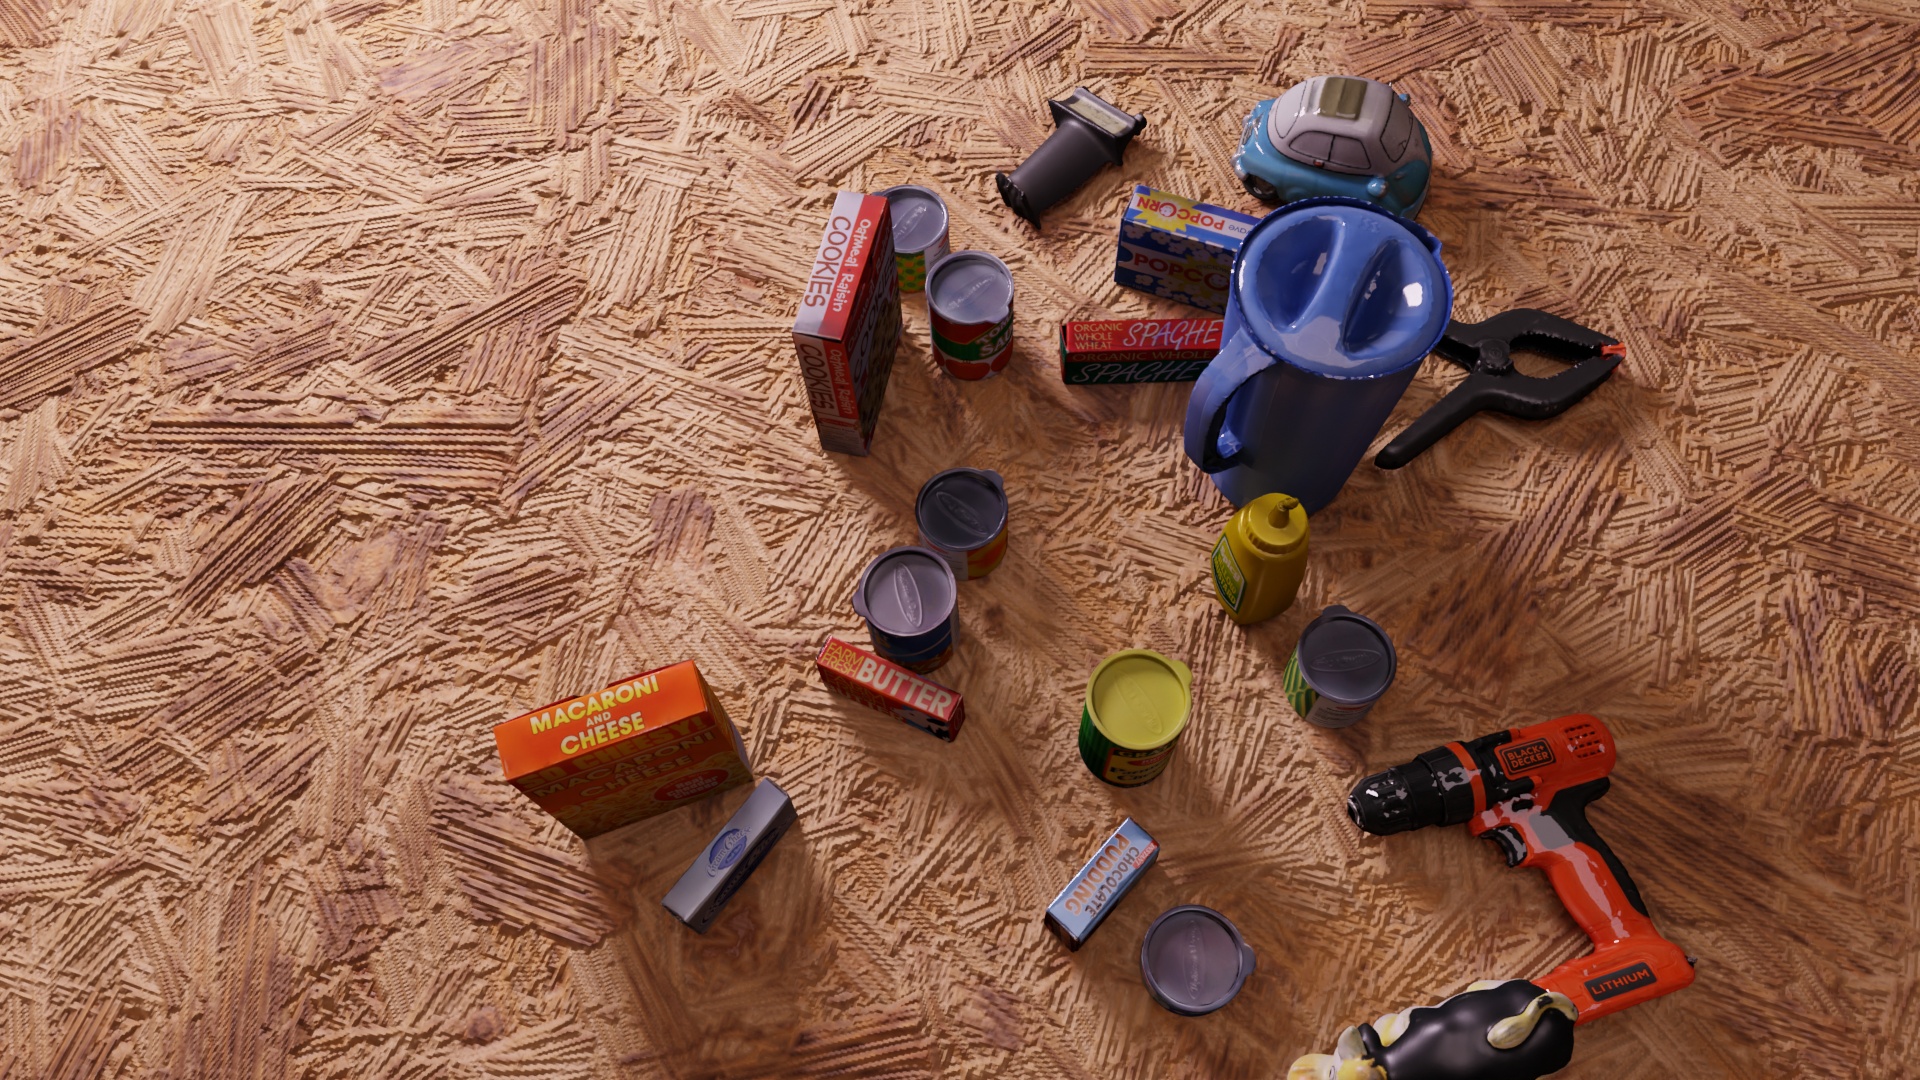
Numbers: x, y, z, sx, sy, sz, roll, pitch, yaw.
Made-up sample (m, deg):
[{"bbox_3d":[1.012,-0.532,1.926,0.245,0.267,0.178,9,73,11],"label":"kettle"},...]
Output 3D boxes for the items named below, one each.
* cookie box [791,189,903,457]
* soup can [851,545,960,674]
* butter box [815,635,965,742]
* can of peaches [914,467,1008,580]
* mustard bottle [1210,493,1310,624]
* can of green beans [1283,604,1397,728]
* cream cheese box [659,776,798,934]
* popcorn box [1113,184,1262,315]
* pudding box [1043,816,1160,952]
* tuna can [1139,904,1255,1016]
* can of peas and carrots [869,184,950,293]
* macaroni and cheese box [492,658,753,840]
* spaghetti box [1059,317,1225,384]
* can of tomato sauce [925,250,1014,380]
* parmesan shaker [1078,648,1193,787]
[{"bbox_3d":[-0.077,-0.154,1.014,0.040,0.166,0.123,11,66,7],"label":"cookie box"},{"bbox_3d":[-0.037,0.051,0.964,0.071,0.083,0.071,-1,65,1],"label":"soup can"},{"bbox_3d":[-0.048,0.103,0.957,0.103,0.053,0.024,23,68,12],"label":"butter box"},{"bbox_3d":[0.004,-0.013,1.007,0.071,0.057,0.071,-1,65,1],"label":"can of peaches"},{"bbox_3d":[0.205,0.005,0.937,0.049,0.159,0.065,-18,66,-6],"label":"mustard bottle"},{"bbox_3d":[0.259,0.089,0.953,0.071,0.057,0.071,-1,65,1],"label":"can of green beans"},{"bbox_3d":[-0.149,0.208,0.912,0.024,0.053,0.104,35,71,16],"label":"cream cheese box"},{"bbox_3d":[0.188,-0.221,1.083,0.127,0.085,0.038,18,68,10],"label":"popcorn box"},{"bbox_3d":[0.092,0.224,0.900,0.030,0.049,0.084,40,72,17],"label":"pudding box"},{"bbox_3d":[0.150,0.269,0.886,0.071,0.032,0.071,-1,65,1],"label":"tuna can"},{"bbox_3d":[-0.043,-0.242,1.114,0.071,0.058,0.071,-1,65,1],"label":"can of peas and carrots"},{"bbox_3d":[-0.209,0.136,0.884,0.124,0.165,0.040,-19,67,-7],"label":"macaroni and cheese box"},{"bbox_3d":[0.201,-0.147,1.068,0.250,0.050,0.029,-2,66,1],"label":"spaghetti box"},{"bbox_3d":[0.010,-0.170,1.066,0.071,0.082,0.071,-1,65,1],"label":"can of tomato sauce"},{"bbox_3d":[0.116,0.119,0.918,0.071,0.102,0.071,-1,66,1],"label":"parmesan shaker"}]
